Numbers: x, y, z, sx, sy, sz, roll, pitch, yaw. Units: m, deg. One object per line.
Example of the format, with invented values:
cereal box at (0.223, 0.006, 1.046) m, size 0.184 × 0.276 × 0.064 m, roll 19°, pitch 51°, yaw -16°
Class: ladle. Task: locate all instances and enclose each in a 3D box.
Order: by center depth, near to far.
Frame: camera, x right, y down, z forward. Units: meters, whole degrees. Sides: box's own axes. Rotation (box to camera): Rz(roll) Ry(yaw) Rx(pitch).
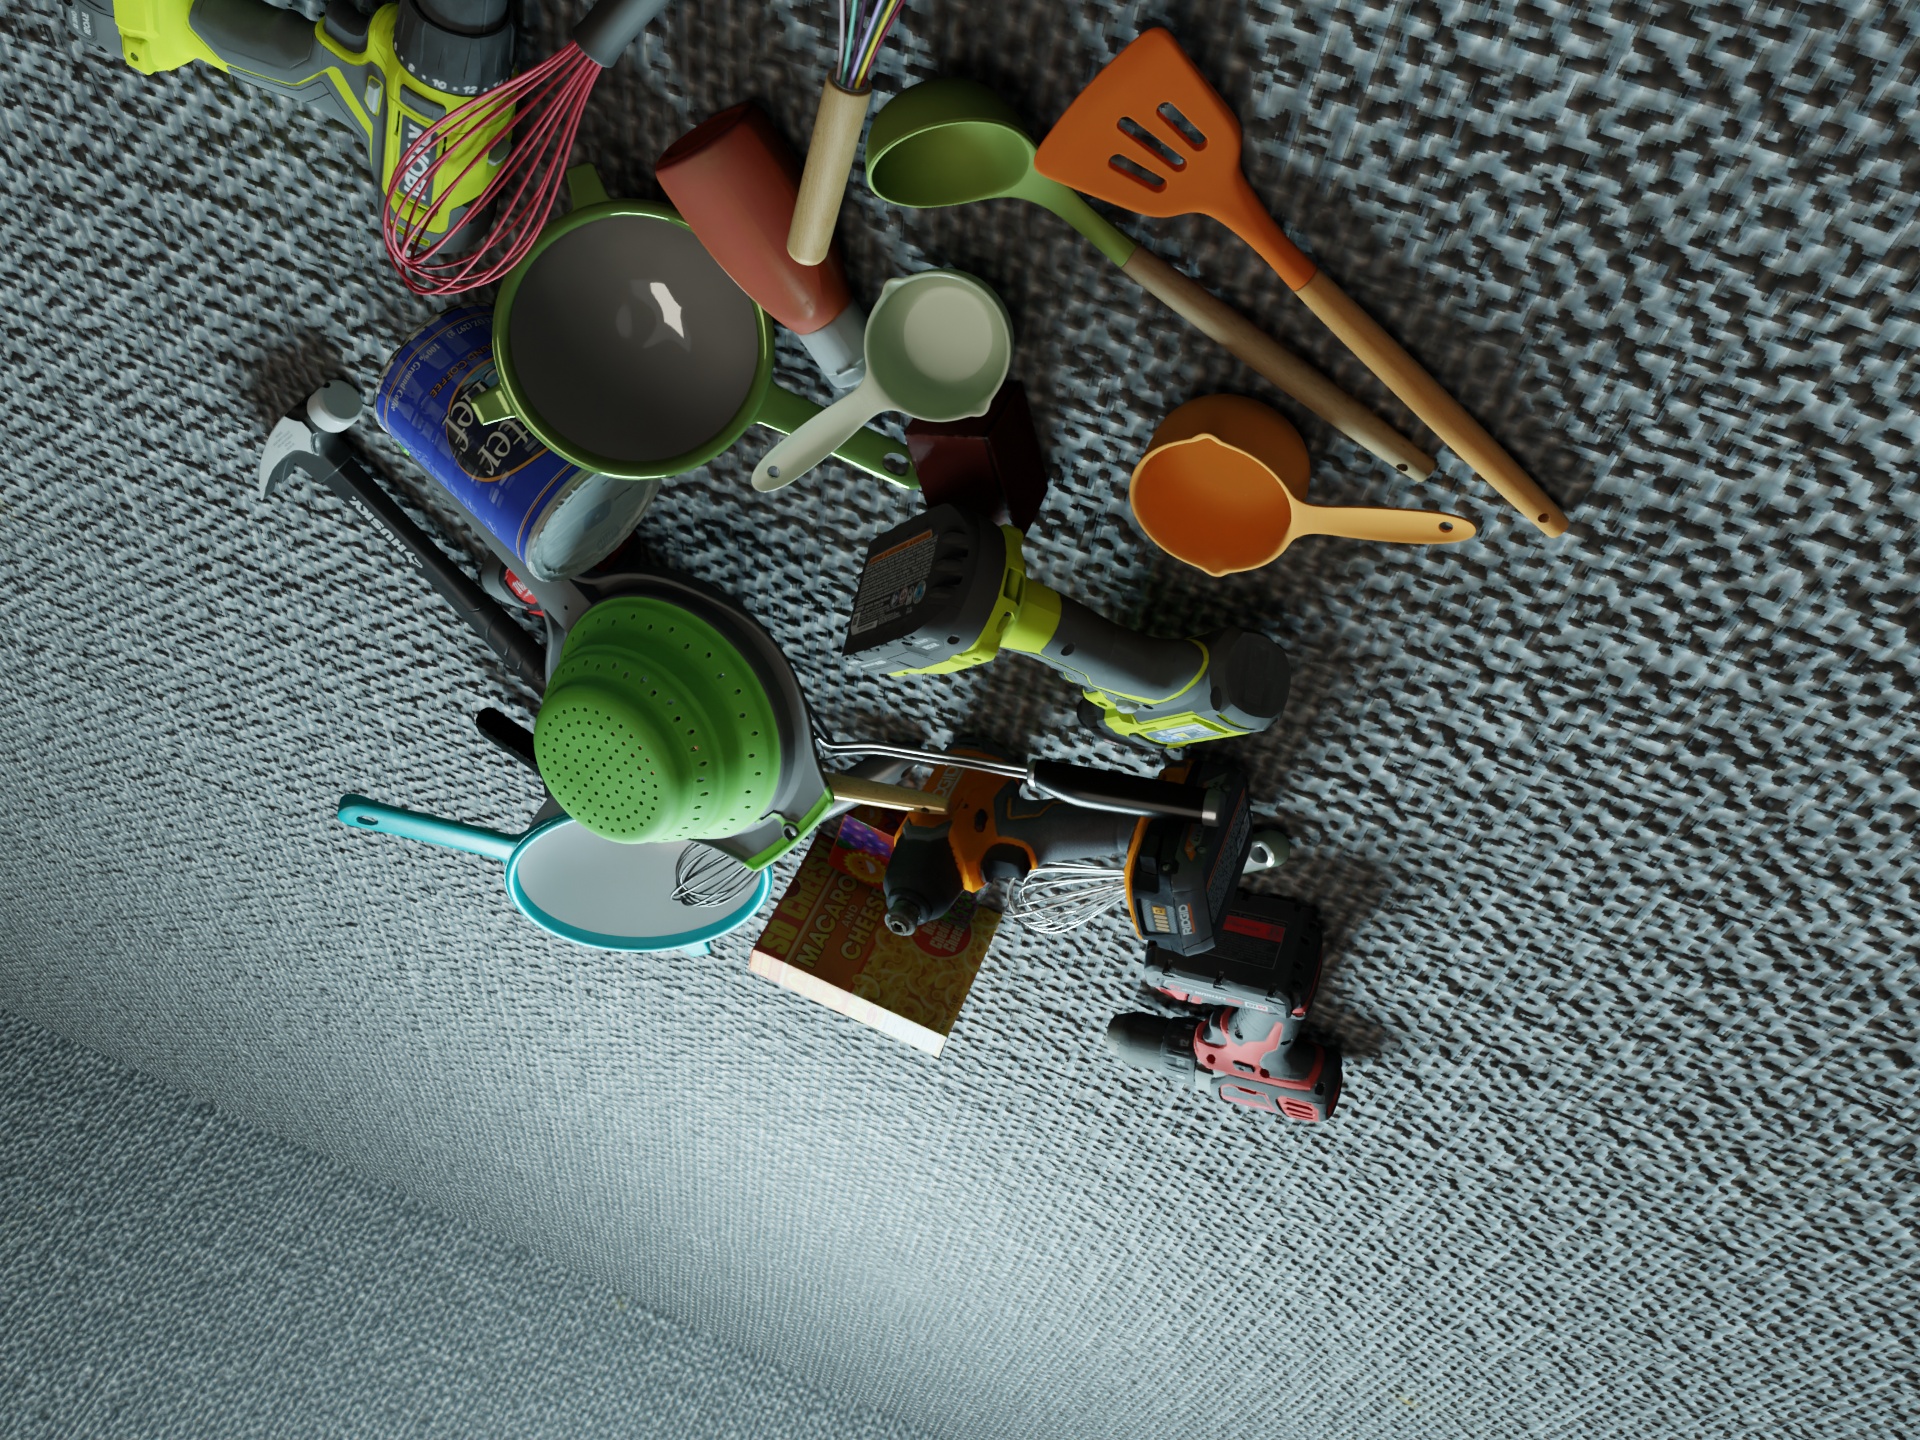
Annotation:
ladle at (0.097, -0.198, 0.760) m, size 0.320 × 0.062 × 0.078 m, roll 32°, pitch 159°, yaw -12°
ladle at (-0.153, 0.034, 1.097) m, size 0.315 × 0.031 × 0.069 m, roll 9°, pitch 142°, yaw 20°

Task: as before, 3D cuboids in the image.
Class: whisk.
whisk at (-0.045, -0.306, 0.708) m, size 0.047 × 0.051 × 0.244 m, roll 30°, pitch 141°, yaw 3°
whisk at (-0.185, -0.305, 0.754) m, size 0.296 × 0.073 × 0.073 m, roll -36°, pitch 113°, yaw 30°
whisk at (0.127, 0.113, 1.135) m, size 0.246 × 0.059 × 0.058 m, roll -18°, pitch 97°, yaw 40°
whisk at (-0.124, 0.078, 1.187) m, size 0.239 × 0.055 × 0.055 m, roll -30°, pitch 119°, yaw 20°

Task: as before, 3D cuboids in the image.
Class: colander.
colander at (-0.258, -0.049, 1.017) m, size 0.397 × 0.094 × 0.204 m, roll 48°, pitch 128°, yaw -1°

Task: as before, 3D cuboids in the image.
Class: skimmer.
skimmer at (-0.002, -0.003, 1.033) m, size 0.363 × 0.090 × 0.127 m, roll 10°, pitch 161°, yaw 20°

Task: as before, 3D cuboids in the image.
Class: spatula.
spatula at (0.176, -0.184, 0.737) m, size 0.322 × 0.041 × 0.081 m, roll 38°, pitch 125°, yaw -17°

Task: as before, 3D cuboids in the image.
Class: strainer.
strainer at (-0.135, -0.197, 0.905) m, size 0.256 × 0.069 × 0.151 m, roll 22°, pitch 107°, yaw -21°
strainer at (-0.315, 0.080, 1.270) m, size 0.340 × 0.095 × 0.211 m, roll 17°, pitch 136°, yaw -25°

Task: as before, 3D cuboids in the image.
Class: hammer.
hammer at (-0.380, -0.098, 1.189) m, size 0.146 × 0.035 × 0.334 m, roll -18°, pitch 122°, yaw 44°

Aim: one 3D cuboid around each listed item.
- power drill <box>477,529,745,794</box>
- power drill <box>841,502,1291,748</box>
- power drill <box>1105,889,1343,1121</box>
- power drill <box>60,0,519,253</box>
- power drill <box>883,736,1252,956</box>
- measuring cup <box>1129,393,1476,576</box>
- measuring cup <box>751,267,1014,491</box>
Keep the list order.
power drill at (-0.247, -0.052, 1.143) m, size 0.143 × 0.079 × 0.219 m, roll -9°, pitch 128°, yaw 38°
power drill at (0.053, -0.039, 0.918) m, size 0.223 × 0.080 × 0.171 m, roll 20°, pitch 164°, yaw -26°
power drill at (0.191, 0.217, 1.200) m, size 0.188 × 0.080 × 0.226 m, roll 10°, pitch 144°, yaw 23°
power drill at (-0.332, -0.364, 0.809) m, size 0.228 × 0.080 × 0.190 m, roll 28°, pitch 145°, yaw -6°
power drill at (0.062, 0.088, 1.044) m, size 0.226 × 0.164 × 0.084 m, roll 5°, pitch 131°, yaw 25°
measuring cup at (0.176, -0.120, 0.810) m, size 0.174 × 0.052 × 0.095 m, roll 9°, pitch 140°, yaw 21°
measuring cup at (-0.044, -0.174, 0.842) m, size 0.167 × 0.038 × 0.083 m, roll -32°, pitch 104°, yaw 23°
